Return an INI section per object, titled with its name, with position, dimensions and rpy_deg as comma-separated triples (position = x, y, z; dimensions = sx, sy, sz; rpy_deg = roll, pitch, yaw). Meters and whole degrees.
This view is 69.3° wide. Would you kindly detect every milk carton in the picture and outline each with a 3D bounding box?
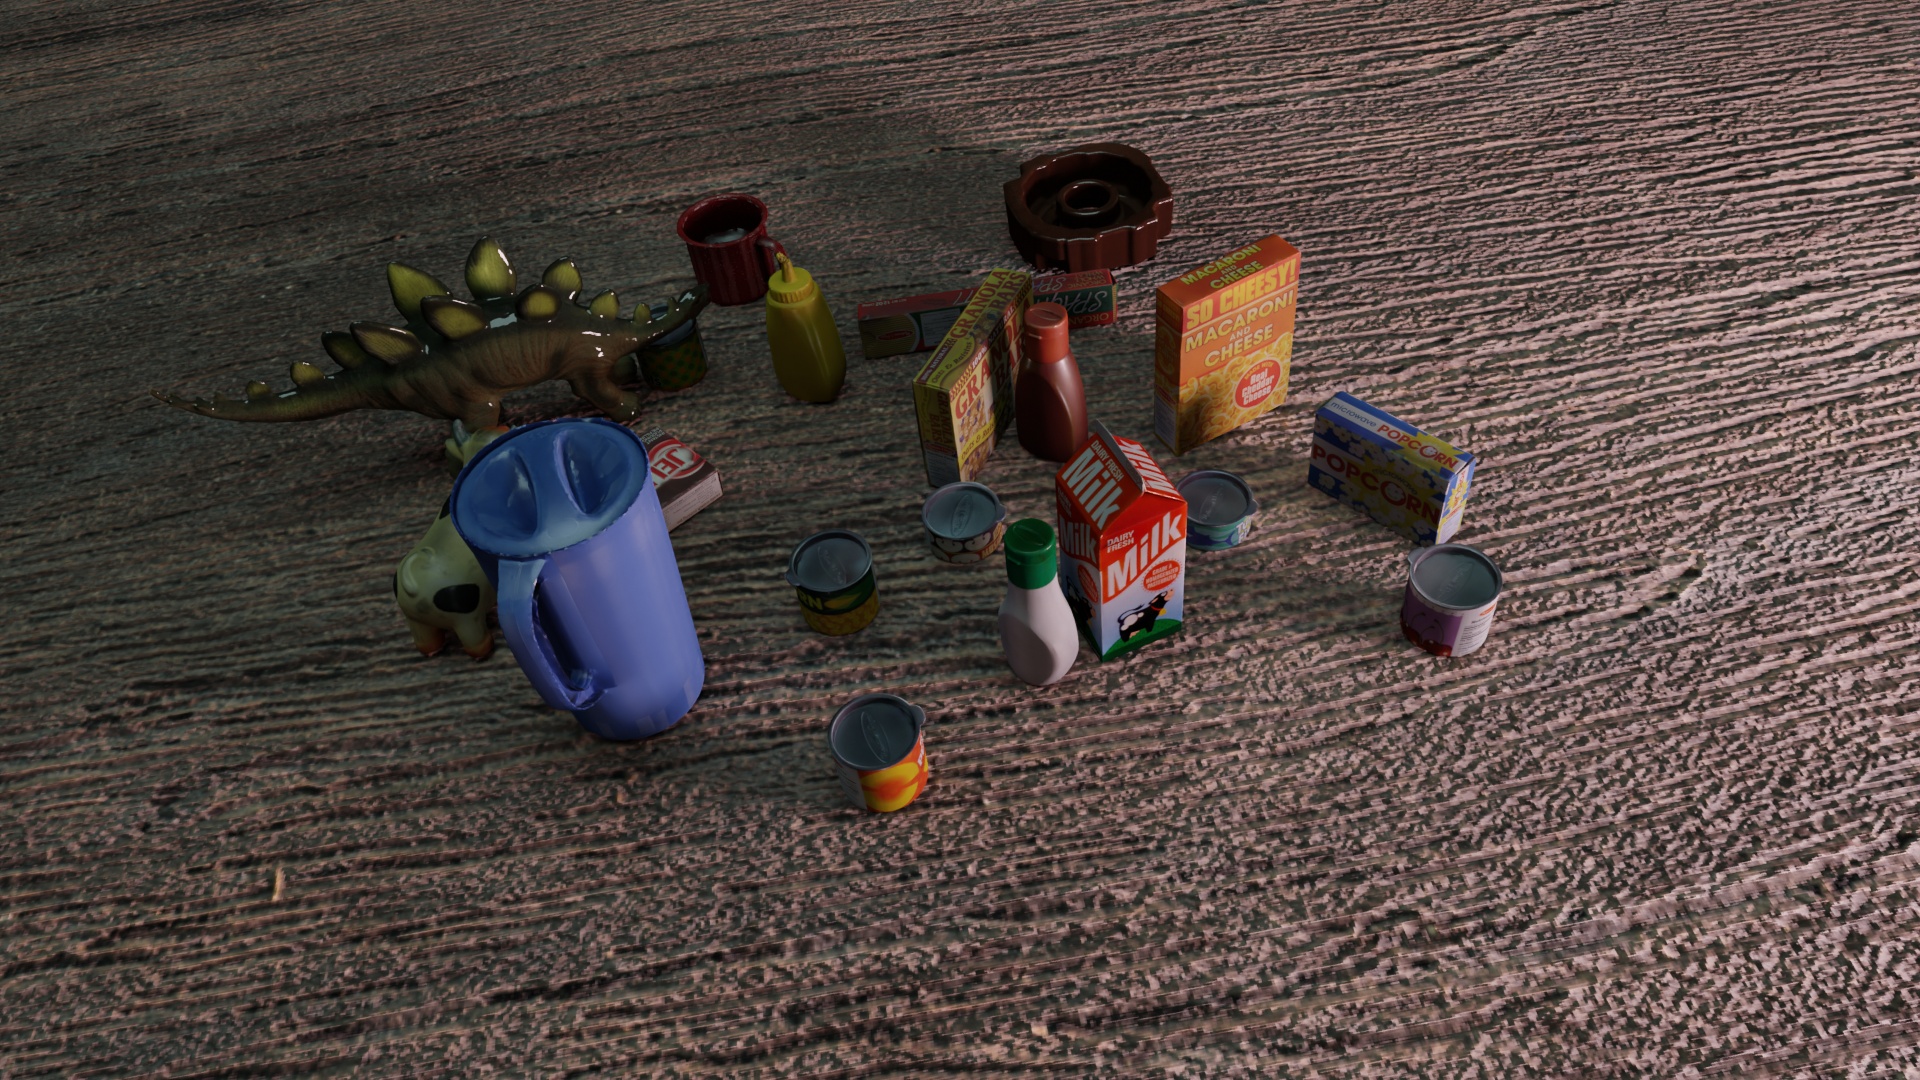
[milk carton]
position = 0.119, -0.002, 1.032
dimensions = 0.073, 0.189, 0.072
rpy_deg = -21, 48, -12

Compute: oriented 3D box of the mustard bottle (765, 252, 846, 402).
[mustard bottle]
position = -0.146, -0.199, 1.269
dimensions = 0.065, 0.159, 0.049
rpy_deg = 12, 50, 18

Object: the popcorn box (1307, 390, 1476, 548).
[popcorn box]
position = 0.346, -0.057, 1.128
dimensions = 0.038, 0.084, 0.127
rpy_deg = -38, 54, -25

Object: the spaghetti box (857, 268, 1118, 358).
[spaghetti box]
position = 0.027, -0.219, 1.341
dimensions = 0.250, 0.050, 0.029
rpy_deg = -8, 47, -1

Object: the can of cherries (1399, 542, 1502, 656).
[can of cherries]
position = 0.367, 0.044, 1.050
dimensions = 0.071, 0.058, 0.072
rpy_deg = -4, 47, 4

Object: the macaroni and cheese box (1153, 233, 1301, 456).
[macaroni and cheese box]
position = 0.225, -0.166, 1.188
dimensions = 0.124, 0.165, 0.040
rpy_deg = -27, 50, -17

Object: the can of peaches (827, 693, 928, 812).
[can of peaches]
position = -0.056, 0.153, 1.001
dimensions = 0.071, 0.057, 0.071
rpy_deg = -4, 47, 4

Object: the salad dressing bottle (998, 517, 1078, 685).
[salad dressing bottle]
position = 0.055, 0.046, 1.025
dimensions = 0.064, 0.146, 0.044
rpy_deg = 31, 58, 30

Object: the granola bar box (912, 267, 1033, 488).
[granola bar box]
position = 0.016, -0.141, 1.220
dimensions = 0.039, 0.123, 0.166
rpy_deg = 16, 51, 21

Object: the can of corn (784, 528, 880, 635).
[can of corn]
position = -0.102, 0.035, 1.116
dimensions = 0.071, 0.058, 0.071
rpy_deg = -4, 47, 4

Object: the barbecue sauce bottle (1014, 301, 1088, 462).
[barbecue sauce bottle]
position = 0.076, -0.135, 1.190
dimensions = 0.065, 0.147, 0.044
rpy_deg = 22, 54, 25

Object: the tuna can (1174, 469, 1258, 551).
[tuna can]
position = 0.210, -0.024, 1.150
dimensions = 0.071, 0.032, 0.071
rpy_deg = -3, 47, 4

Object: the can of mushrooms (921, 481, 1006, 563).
[can of mushrooms]
position = 0.004, -0.015, 1.166
dimensions = 0.071, 0.033, 0.071
rpy_deg = -3, 47, 4

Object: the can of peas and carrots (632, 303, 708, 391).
[can of peas and carrots]
position = -0.284, -0.186, 1.343
dimensions = 0.071, 0.058, 0.071
rpy_deg = -4, 47, 4
